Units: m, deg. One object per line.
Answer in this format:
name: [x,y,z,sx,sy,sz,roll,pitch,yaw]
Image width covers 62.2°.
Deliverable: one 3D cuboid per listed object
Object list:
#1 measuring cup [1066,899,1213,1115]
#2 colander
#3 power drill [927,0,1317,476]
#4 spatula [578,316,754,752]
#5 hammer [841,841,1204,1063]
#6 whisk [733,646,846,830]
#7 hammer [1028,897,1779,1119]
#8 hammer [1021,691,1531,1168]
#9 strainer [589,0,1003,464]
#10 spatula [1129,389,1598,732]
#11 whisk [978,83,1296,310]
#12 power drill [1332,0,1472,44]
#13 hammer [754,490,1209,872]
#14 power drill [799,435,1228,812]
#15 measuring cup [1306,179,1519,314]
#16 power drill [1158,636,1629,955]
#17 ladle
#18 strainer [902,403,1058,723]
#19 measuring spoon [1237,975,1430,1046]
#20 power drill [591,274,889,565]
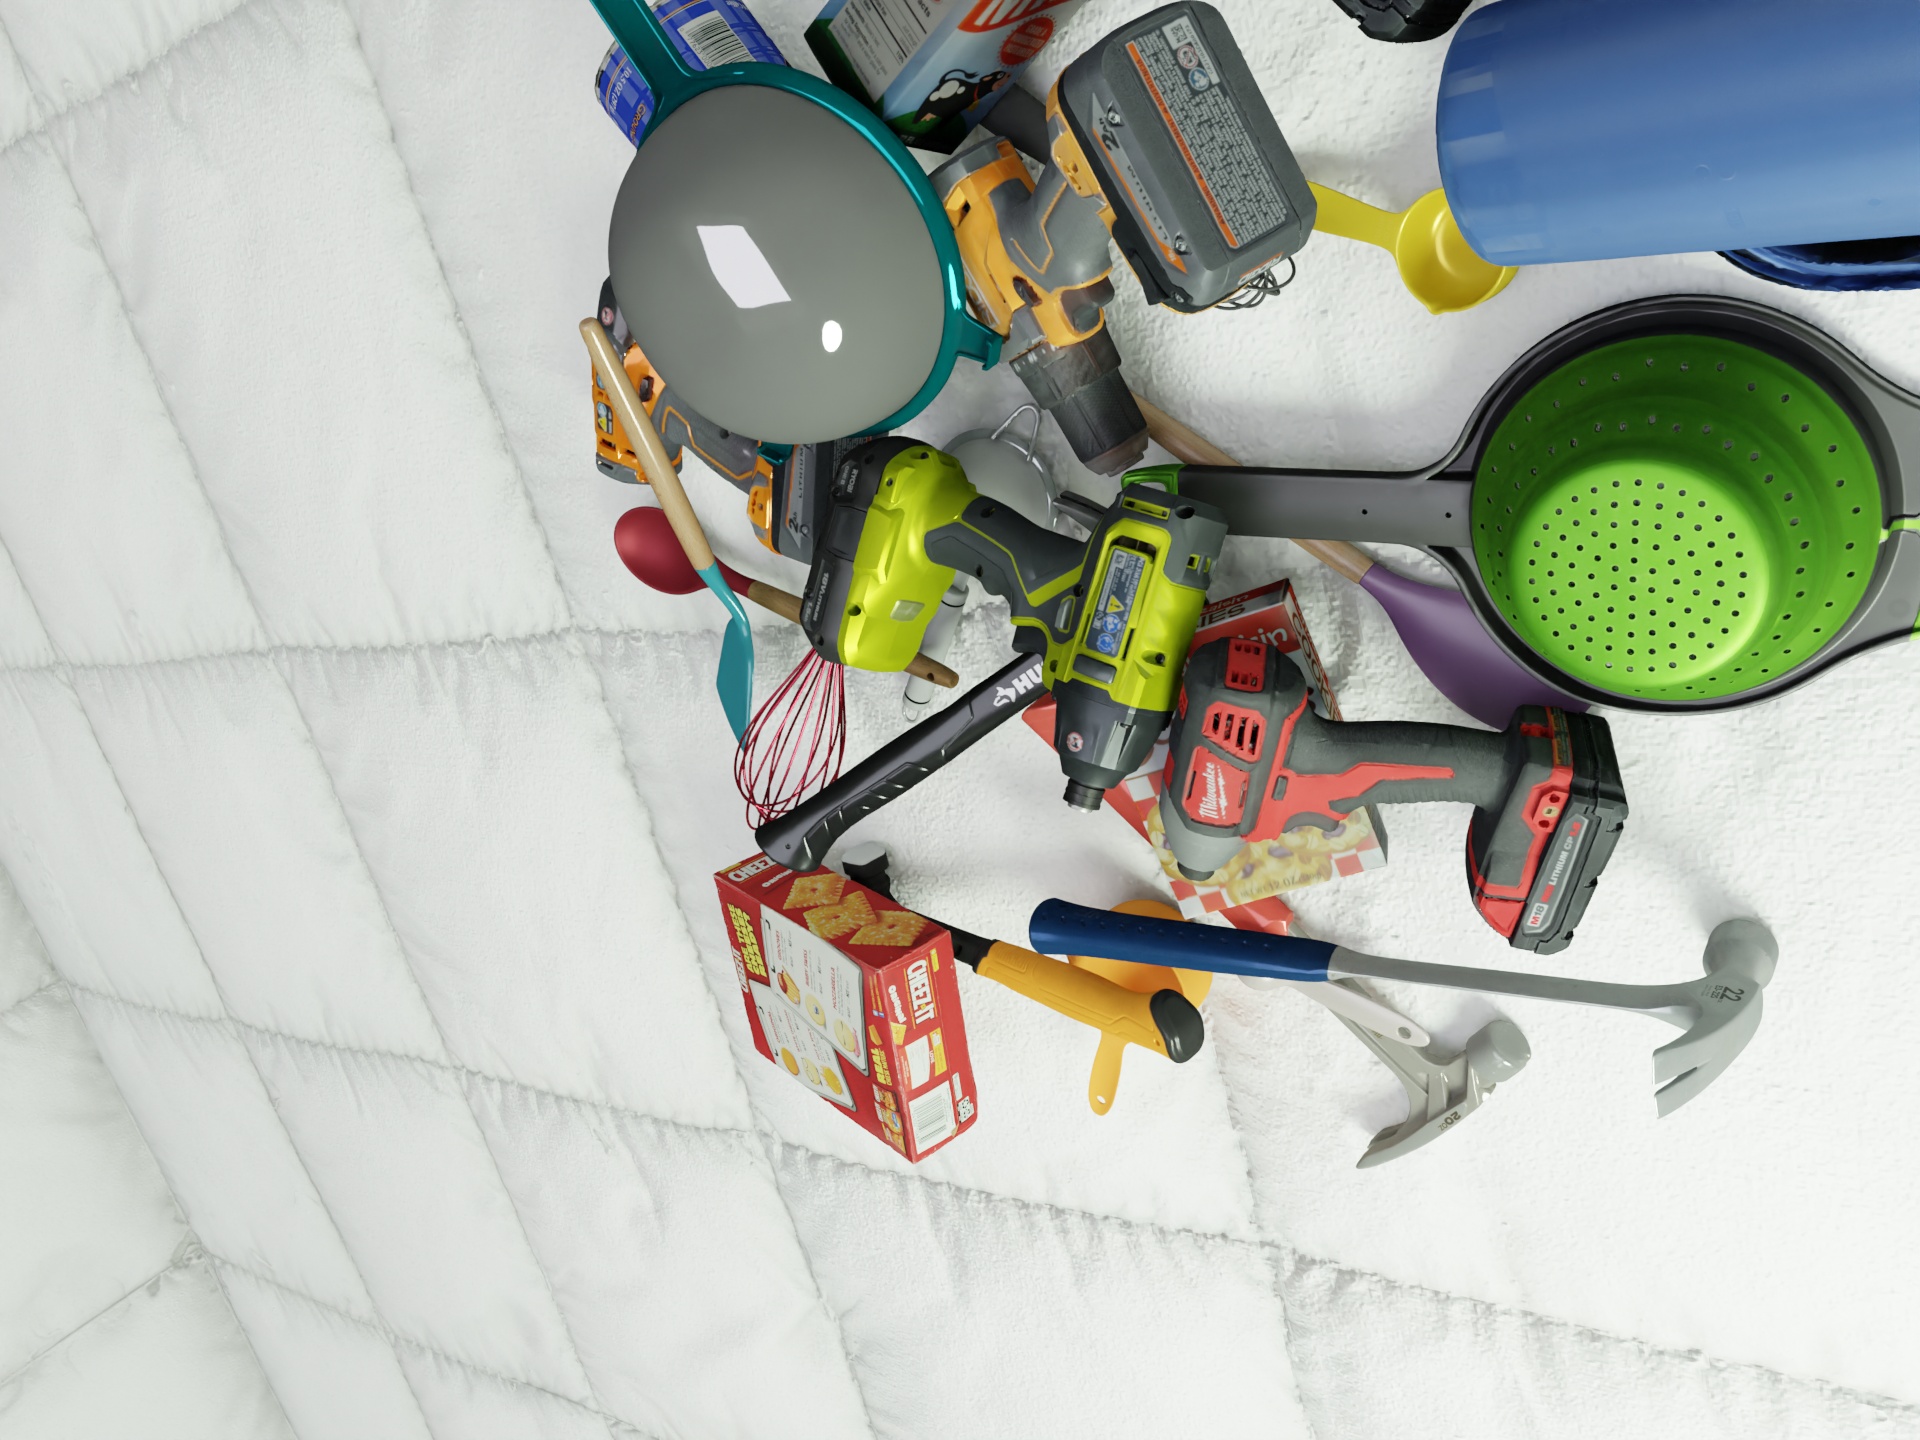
measuring cup: [0.117,0.194,1.066,0.095,0.052,0.173,27,131,24]
colander: [0.242,-0.088,0.756,0.397,0.094,0.204,7,118,31]
power drill: [0.074,-0.218,0.772,0.185,0.084,0.226,60,159,-10]
spatula: [-0.185,-0.117,1.031,0.082,0.044,0.317,58,171,49]
hammer: [0.035,0.173,1.073,0.337,0.034,0.127,12,122,51]
whisk: [-0.086,-0.040,1.029,0.073,0.073,0.295,35,124,18]
hammer: [0.215,0.137,0.876,0.406,0.144,0.035,2,112,35]
hammer: [0.172,0.117,0.988,0.359,0.037,0.149,44,134,9]
strainer: [-0.143,-0.273,0.813,0.211,0.095,0.340,-14,119,43]
spatula: [0.197,-0.093,0.859,0.316,0.018,0.059,39,130,13]
whisk: [0.075,-0.286,0.830,0.239,0.055,0.055,41,133,19]
power drill: [0.236,-0.380,0.627,0.188,0.080,0.226,48,131,6]
hammer: [-0.002,-0.003,0.980,0.334,0.035,0.146,-34,95,24]
power drill: [0.023,-0.061,0.874,0.223,0.080,0.171,23,101,35]
measuring cup: [0.201,-0.244,0.771,0.157,0.029,0.062,33,133,35]
power drill: [0.214,0.043,0.825,0.219,0.079,0.143,12,127,6]
ladle: [-0.125,-0.082,1.097,0.316,0.031,0.069,25,130,32]
strainer: [-0.002,-0.086,1.009,0.087,0.050,0.258,33,134,13]
measuring spoon: [0.217,0.167,0.943,0.124,0.018,0.034,23,127,25]
power drill: [-0.154,-0.209,1.031,0.227,0.084,0.164,28,129,29]
